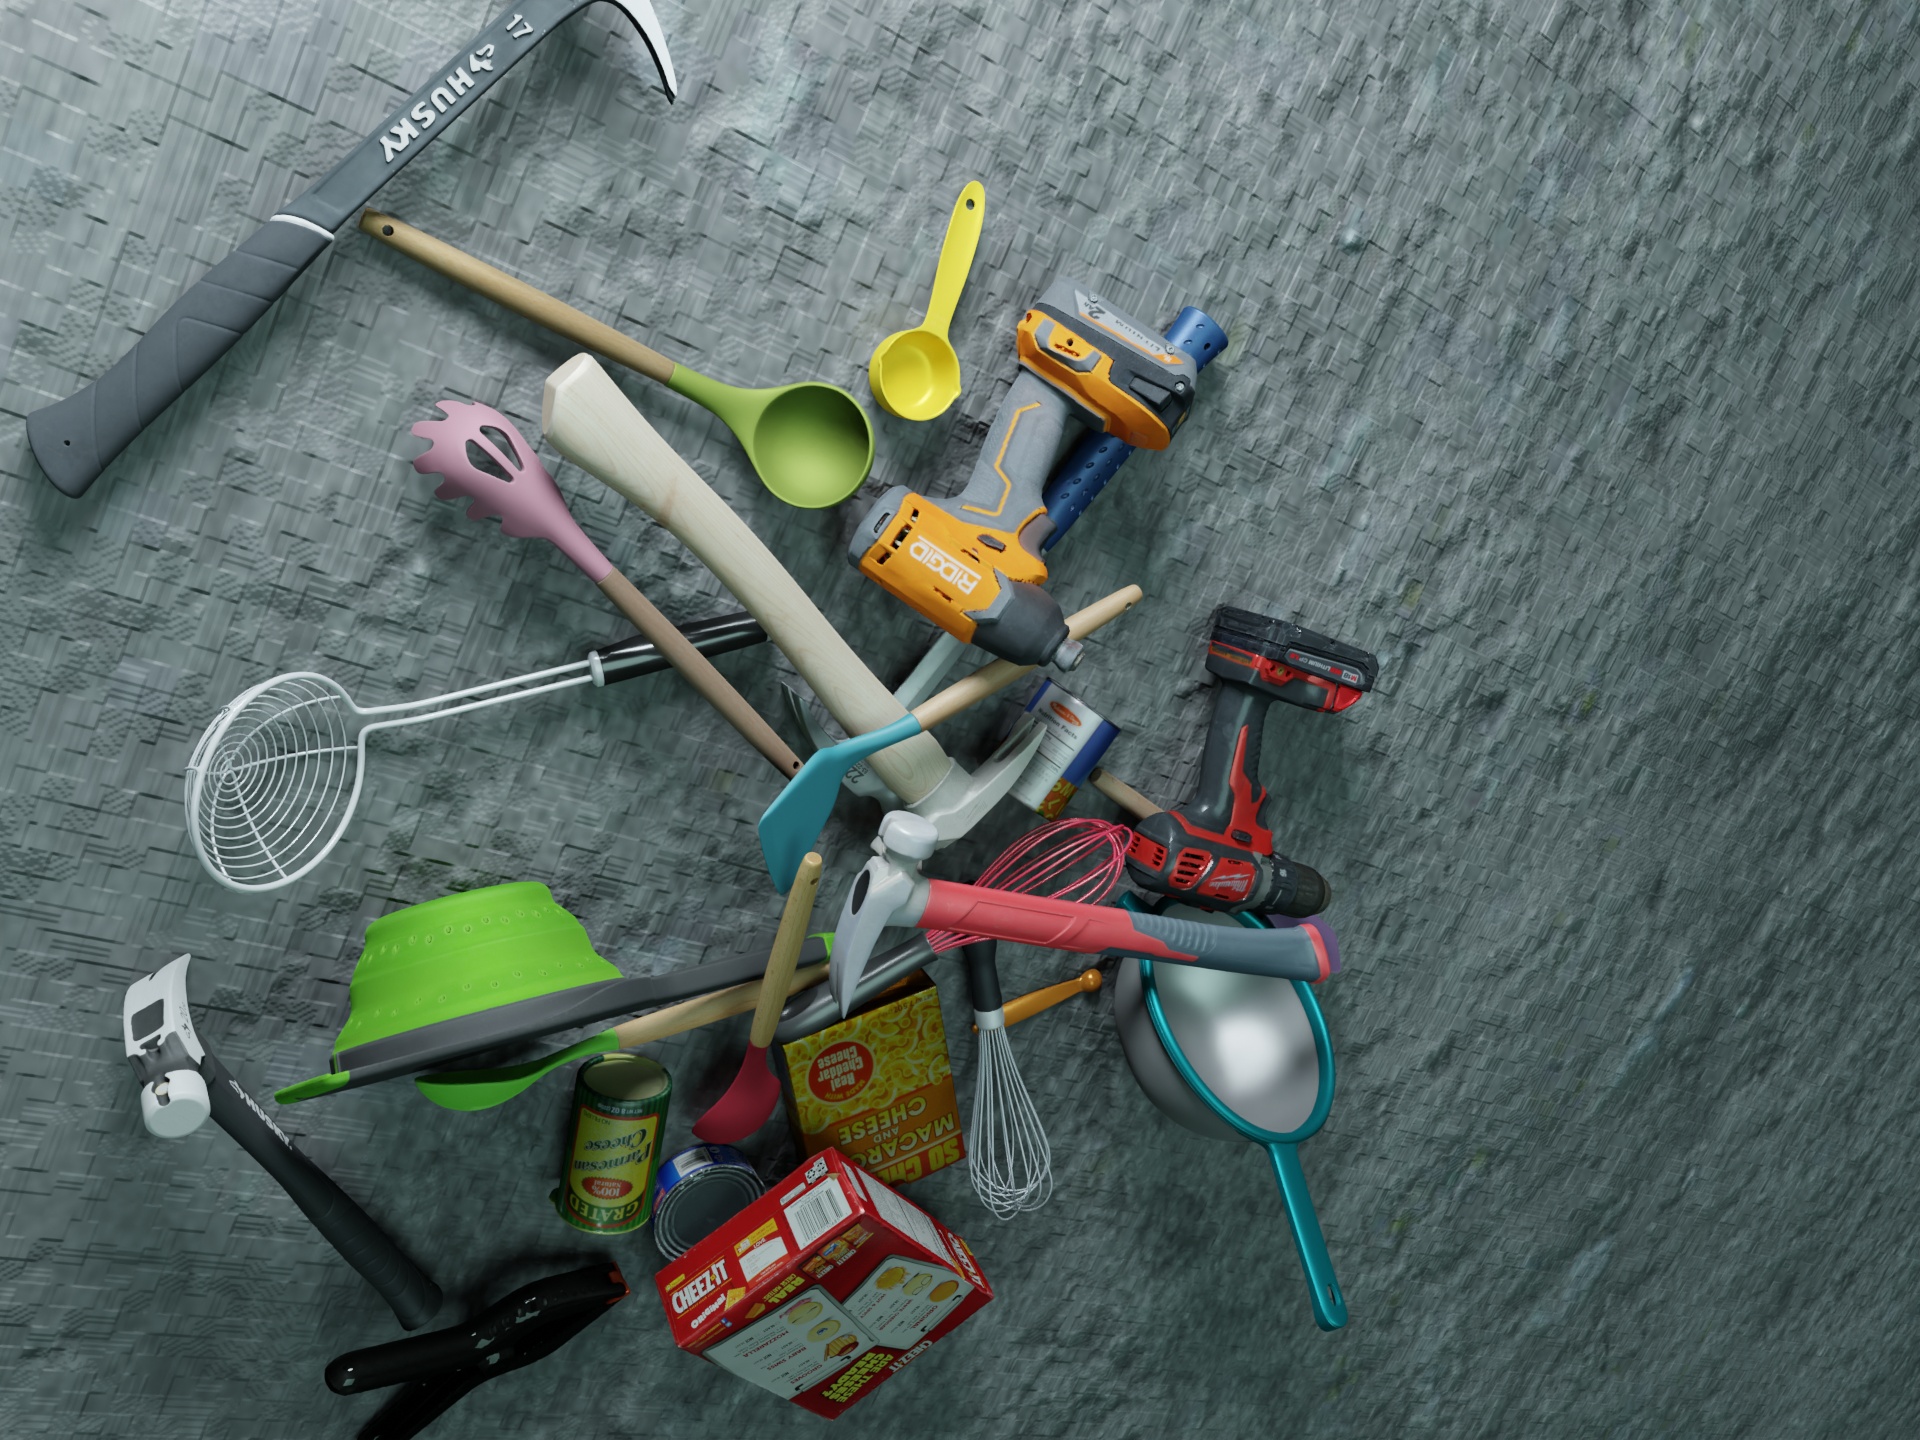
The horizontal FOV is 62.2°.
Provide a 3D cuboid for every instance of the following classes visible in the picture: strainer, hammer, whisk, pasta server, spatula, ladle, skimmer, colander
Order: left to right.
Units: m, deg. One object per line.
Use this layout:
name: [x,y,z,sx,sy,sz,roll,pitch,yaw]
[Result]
hammer: [-0.410,0.281,0.986,0.035,0.146,0.334,-30,132,-13]
hammer: [-0.325,-0.267,0.832,0.409,0.036,0.149,-44,107,-2]
skimmer: [-0.268,-0.001,0.947,0.363,0.090,0.127,-17,128,-22]
colander: [-0.236,0.146,1.021,0.397,0.204,0.094,-9,79,-41]
pasta server: [-0.199,-0.068,0.957,0.316,0.040,0.060,48,64,-26]
ladle: [-0.190,-0.213,0.925,0.320,0.062,0.078,23,96,-30]
ladle: [-0.128,0.195,1.057,0.069,0.031,0.315,-18,143,-35]
hammer: [-0.101,-0.070,0.995,0.146,0.038,0.410,-45,123,-7]
whisk: [-0.005,0.151,1.138,0.296,0.073,0.073,-29,120,-7]
spatula: [-0.002,-0.003,1.027,0.317,0.044,0.082,-32,144,-18]
whisk: [0.027,0.254,1.219,0.070,0.070,0.284,-14,107,-22]
hammer: [0.040,-0.118,1.092,0.144,0.035,0.405,39,90,-33]
hammer: [0.097,0.161,1.118,0.386,0.038,0.143,12,110,-27]
spatula: [0.213,0.122,1.278,0.018,0.060,0.315,-33,126,33]
strainer: [0.204,0.299,1.218,0.210,0.341,0.095,13,142,-41]

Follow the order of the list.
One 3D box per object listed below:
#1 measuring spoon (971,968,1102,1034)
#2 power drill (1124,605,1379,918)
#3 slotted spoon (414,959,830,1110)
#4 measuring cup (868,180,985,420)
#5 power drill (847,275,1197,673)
measuring spoon: [0.062,0.224,1.255,0.117,0.011,0.021,-19,117,-19]
power drill: [0.238,0.043,1.218,0.187,0.080,0.226,17,95,-31]
slotted spoon: [-0.211,0.211,1.089,0.313,0.070,0.031,-14,92,-28]
measuring cup: [-0.017,-0.267,1.015,0.062,0.029,0.156,17,89,-30]
power drill: [0.056,-0.148,1.019,0.164,0.084,0.226,36,87,7]
